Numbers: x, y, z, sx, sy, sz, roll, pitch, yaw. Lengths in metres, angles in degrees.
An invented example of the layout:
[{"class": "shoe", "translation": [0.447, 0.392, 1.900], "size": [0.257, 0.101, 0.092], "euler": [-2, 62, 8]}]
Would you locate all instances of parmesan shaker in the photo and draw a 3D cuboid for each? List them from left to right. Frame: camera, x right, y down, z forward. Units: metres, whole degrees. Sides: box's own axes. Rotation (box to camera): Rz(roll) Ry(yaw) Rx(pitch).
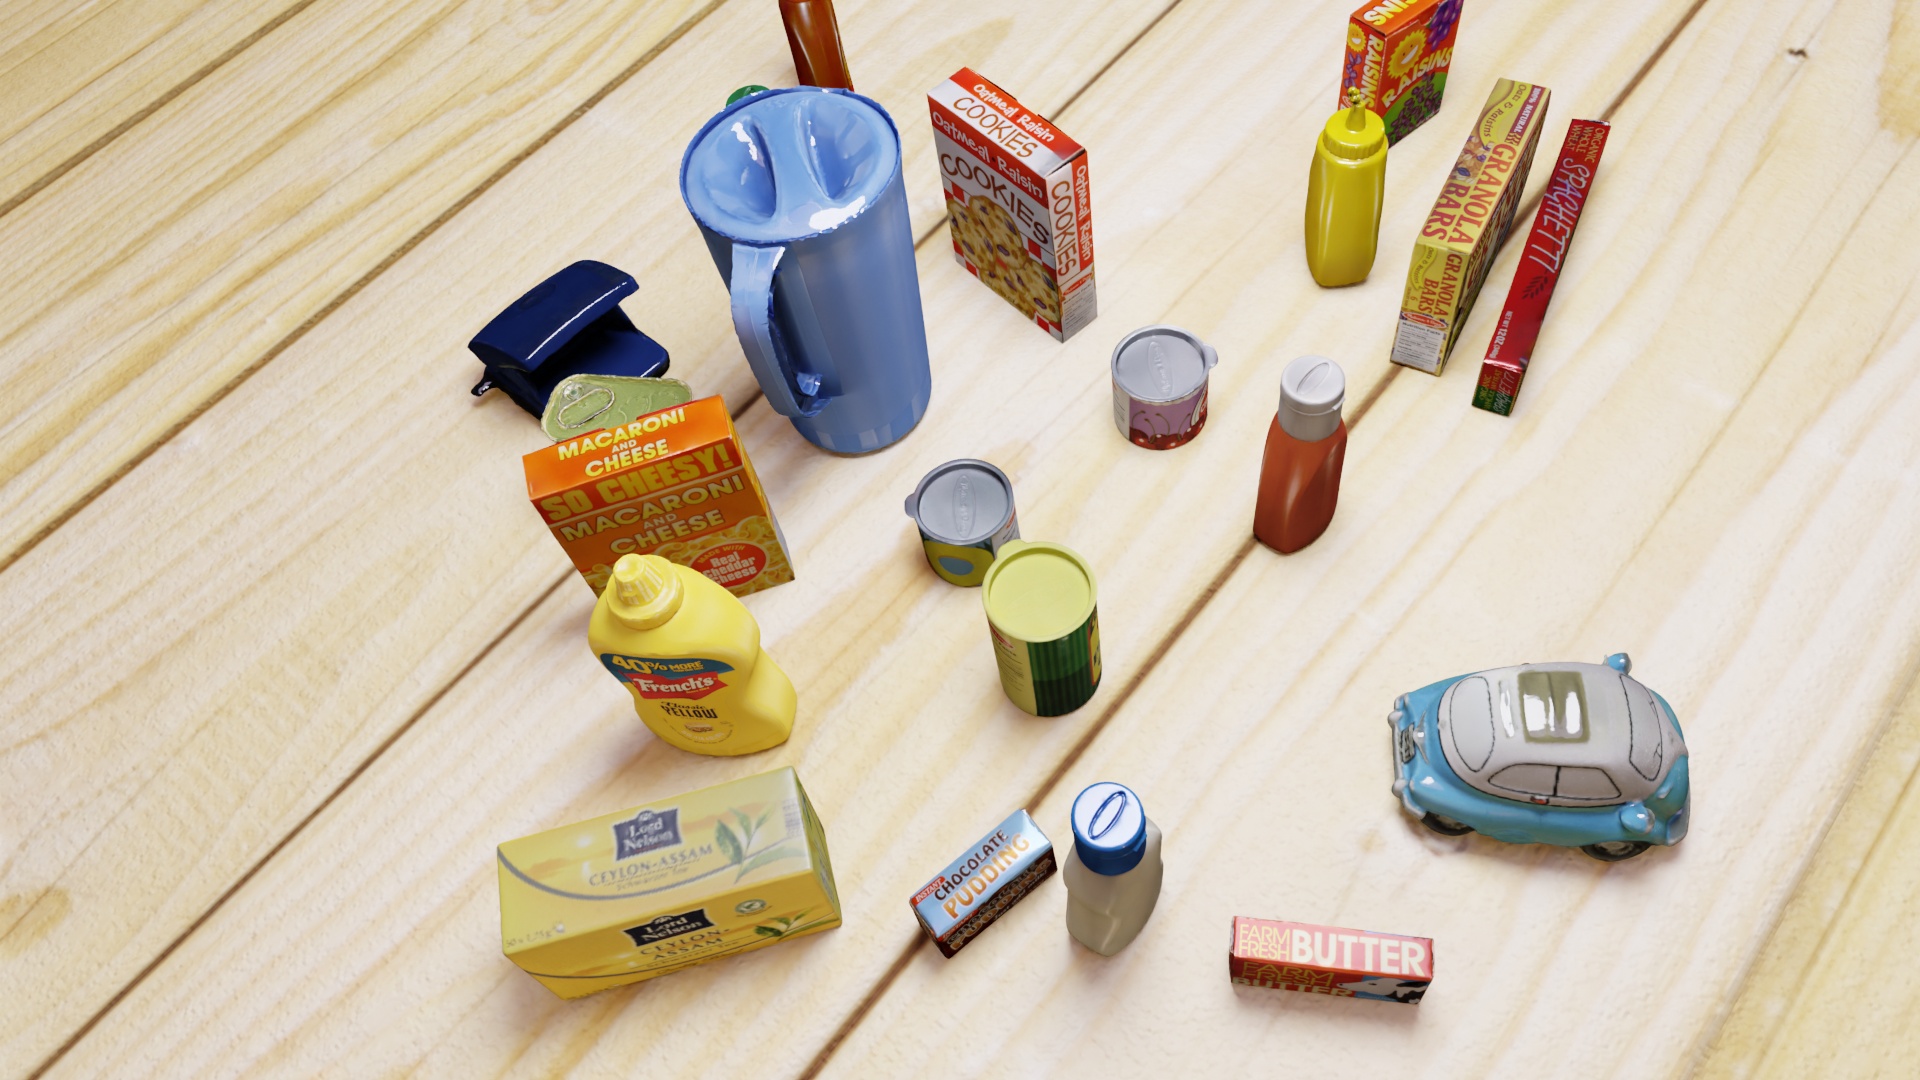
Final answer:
[{"class": "parmesan shaker", "translation": [0.050, 0.053, 0.837], "size": [0.071, 0.102, 0.071], "euler": [-4, 58, 6]}]

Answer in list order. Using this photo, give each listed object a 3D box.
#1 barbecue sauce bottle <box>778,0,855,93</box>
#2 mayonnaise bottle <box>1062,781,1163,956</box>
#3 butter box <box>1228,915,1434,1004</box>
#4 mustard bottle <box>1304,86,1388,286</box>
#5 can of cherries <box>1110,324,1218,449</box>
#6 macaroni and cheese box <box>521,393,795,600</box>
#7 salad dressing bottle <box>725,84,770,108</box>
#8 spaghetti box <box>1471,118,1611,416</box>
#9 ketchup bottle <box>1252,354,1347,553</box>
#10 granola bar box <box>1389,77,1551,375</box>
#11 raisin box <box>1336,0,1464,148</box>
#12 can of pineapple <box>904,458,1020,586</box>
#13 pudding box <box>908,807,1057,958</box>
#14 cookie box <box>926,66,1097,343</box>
[{"class": "barbecue sauce bottle", "translation": [-0.122, -0.420, 1.134], "size": [0.044, 0.148, 0.065], "euler": [-23, 58, -6]}, {"class": "mayonnaise bottle", "translation": [0.080, 0.170, 0.731], "size": [0.041, 0.147, 0.065], "euler": [29, 67, 24]}, {"class": "butter box", "translation": [0.195, 0.223, 0.738], "size": [0.103, 0.053, 0.024], "euler": [4, 59, 10]}, {"class": "mustard bottle", "translation": [0.269, -0.248, 0.963], "size": [0.049, 0.159, 0.065], "euler": [-6, 57, 4]}, {"class": "can of cherries", "translation": [0.139, -0.104, 0.950], "size": [0.071, 0.058, 0.072], "euler": [-4, 58, 6]}, {"class": "macaroni and cheese box", "translation": [-0.185, -0.013, 0.874], "size": [0.124, 0.165, 0.040], "euler": [-18, 57, -3]}, {"class": "salad dressing bottle", "translation": [-0.140, -0.274, 1.045], "size": [0.044, 0.147, 0.064], "euler": [-3, 58, 6]}, {"class": "spaghetti box", "translation": [0.410, -0.197, 0.976], "size": [0.029, 0.050, 0.251], "euler": [19, 62, 19]}, {"class": "ketchup bottle", "translation": [0.212, -0.054, 0.854], "size": [0.043, 0.148, 0.065], "euler": [35, 69, 26]}, {"class": "granola bar box", "translation": [0.349, -0.214, 0.951], "size": [0.039, 0.123, 0.166], "euler": [22, 64, 20]}, {"class": "raisin box", "translation": [0.329, -0.358, 1.046], "size": [0.086, 0.122, 0.040], "euler": [-36, 60, -14]}, {"class": "can of pineapple", "translation": [0.003, -0.011, 0.911], "size": [0.071, 0.057, 0.071], "euler": [-4, 58, 6]}, {"class": "pudding box", "translation": [0.014, 0.193, 0.784], "size": [0.084, 0.049, 0.030], "euler": [-36, 60, -14]}, {"class": "cookie box", "translation": [0.040, -0.235, 0.983], "size": [0.040, 0.166, 0.123], "euler": [-39, 61, -15]}]
